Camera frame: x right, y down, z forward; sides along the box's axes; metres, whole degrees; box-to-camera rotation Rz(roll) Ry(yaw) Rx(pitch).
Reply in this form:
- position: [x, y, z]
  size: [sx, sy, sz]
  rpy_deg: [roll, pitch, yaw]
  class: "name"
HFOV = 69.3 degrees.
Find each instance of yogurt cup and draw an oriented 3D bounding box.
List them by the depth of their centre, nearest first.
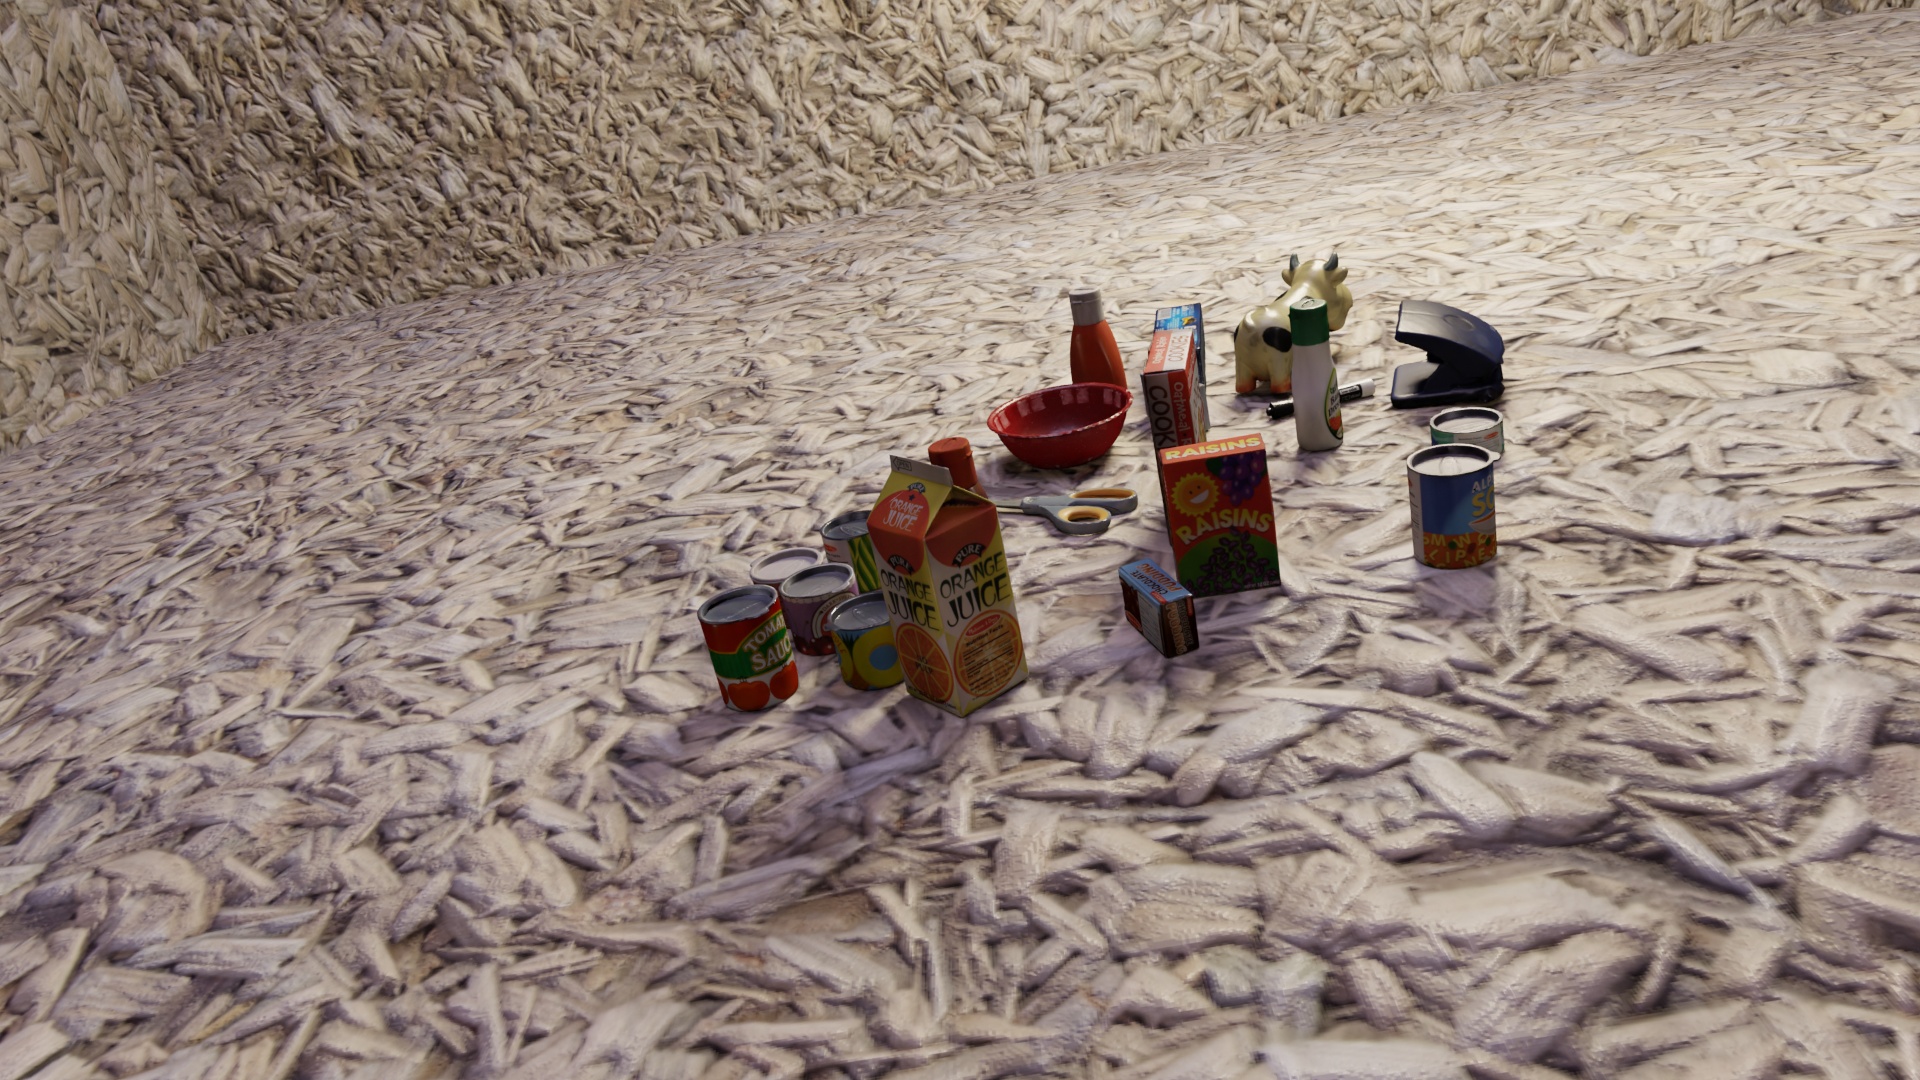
- position: [-0.153, 0.044, 1.264]
  size: [0.072, 0.053, 0.073]
  rpy_deg: [-10, 23, 4]
  class: "yogurt cup"

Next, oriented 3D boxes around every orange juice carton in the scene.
- position: [-0.012, 0.028, 1.054]
  size: [0.073, 0.192, 0.072]
  rpy_deg: [-27, 27, -32]
  class: "orange juice carton"

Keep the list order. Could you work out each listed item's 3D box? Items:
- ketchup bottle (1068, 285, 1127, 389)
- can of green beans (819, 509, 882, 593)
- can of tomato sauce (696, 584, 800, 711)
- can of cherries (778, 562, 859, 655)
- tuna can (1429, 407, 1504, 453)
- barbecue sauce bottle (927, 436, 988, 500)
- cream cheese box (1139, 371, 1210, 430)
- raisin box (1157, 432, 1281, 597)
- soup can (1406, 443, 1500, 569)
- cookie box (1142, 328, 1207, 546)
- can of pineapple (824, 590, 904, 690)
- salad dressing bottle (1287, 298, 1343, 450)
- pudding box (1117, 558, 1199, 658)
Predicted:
- position: [0.154, -0.218, 1.605]
  size: [0.064, 0.148, 0.044]
  rpy_deg: [6, 28, 37]
  class: "ketchup bottle"
- position: [-0.094, 0.010, 1.310]
  size: [0.071, 0.057, 0.071]
  rpy_deg: [-10, 23, 4]
  class: "can of green beans"
- position: [-0.170, 0.088, 1.133]
  size: [0.071, 0.082, 0.071]
  rpy_deg: [-10, 22, 4]
  class: "can of tomato sauce"
- position: [-0.117, 0.060, 1.204]
  size: [0.071, 0.058, 0.072]
  rpy_deg: [-10, 23, 4]
  class: "can of cherries"
- position: [0.480, -0.101, 1.319]
  size: [0.071, 0.032, 0.071]
  rpy_deg: [-10, 23, 4]
  class: "tuna can"
- position: [0.004, -0.015, 1.203]
  size: [0.043, 0.148, 0.065]
  rpy_deg: [-1, 25, 25]
  class: "barbecue sauce bottle"
- position: [0.237, -0.155, 1.539]
  size: [0.024, 0.053, 0.104]
  rpy_deg: [-19, 24, -17]
  class: "cream cheese box"
- position: [0.214, -0.020, 1.143]
  size: [0.086, 0.123, 0.040]
  rpy_deg: [-9, 22, 8]
  class: "raisin box"
- position: [0.400, -0.028, 1.121]
  size: [0.071, 0.083, 0.071]
  rpy_deg: [-10, 22, 4]
  class: "soup can"
- position: [0.201, -0.097, 1.273]
  size: [0.040, 0.166, 0.123]
  rpy_deg: [-6, 23, 15]
  class: "cookie box"
- position: [-0.072, 0.082, 1.131]
  size: [0.071, 0.057, 0.071]
  rpy_deg: [-10, 23, 4]
  class: "can of pineapple"
- position: [0.353, -0.165, 1.384]
  size: [0.044, 0.147, 0.064]
  rpy_deg: [2, 26, 31]
  class: "salad dressing bottle"
- position: [0.156, 0.052, 1.098]
  size: [0.030, 0.049, 0.084]
  rpy_deg: [-17, 23, -11]
  class: "pudding box"
